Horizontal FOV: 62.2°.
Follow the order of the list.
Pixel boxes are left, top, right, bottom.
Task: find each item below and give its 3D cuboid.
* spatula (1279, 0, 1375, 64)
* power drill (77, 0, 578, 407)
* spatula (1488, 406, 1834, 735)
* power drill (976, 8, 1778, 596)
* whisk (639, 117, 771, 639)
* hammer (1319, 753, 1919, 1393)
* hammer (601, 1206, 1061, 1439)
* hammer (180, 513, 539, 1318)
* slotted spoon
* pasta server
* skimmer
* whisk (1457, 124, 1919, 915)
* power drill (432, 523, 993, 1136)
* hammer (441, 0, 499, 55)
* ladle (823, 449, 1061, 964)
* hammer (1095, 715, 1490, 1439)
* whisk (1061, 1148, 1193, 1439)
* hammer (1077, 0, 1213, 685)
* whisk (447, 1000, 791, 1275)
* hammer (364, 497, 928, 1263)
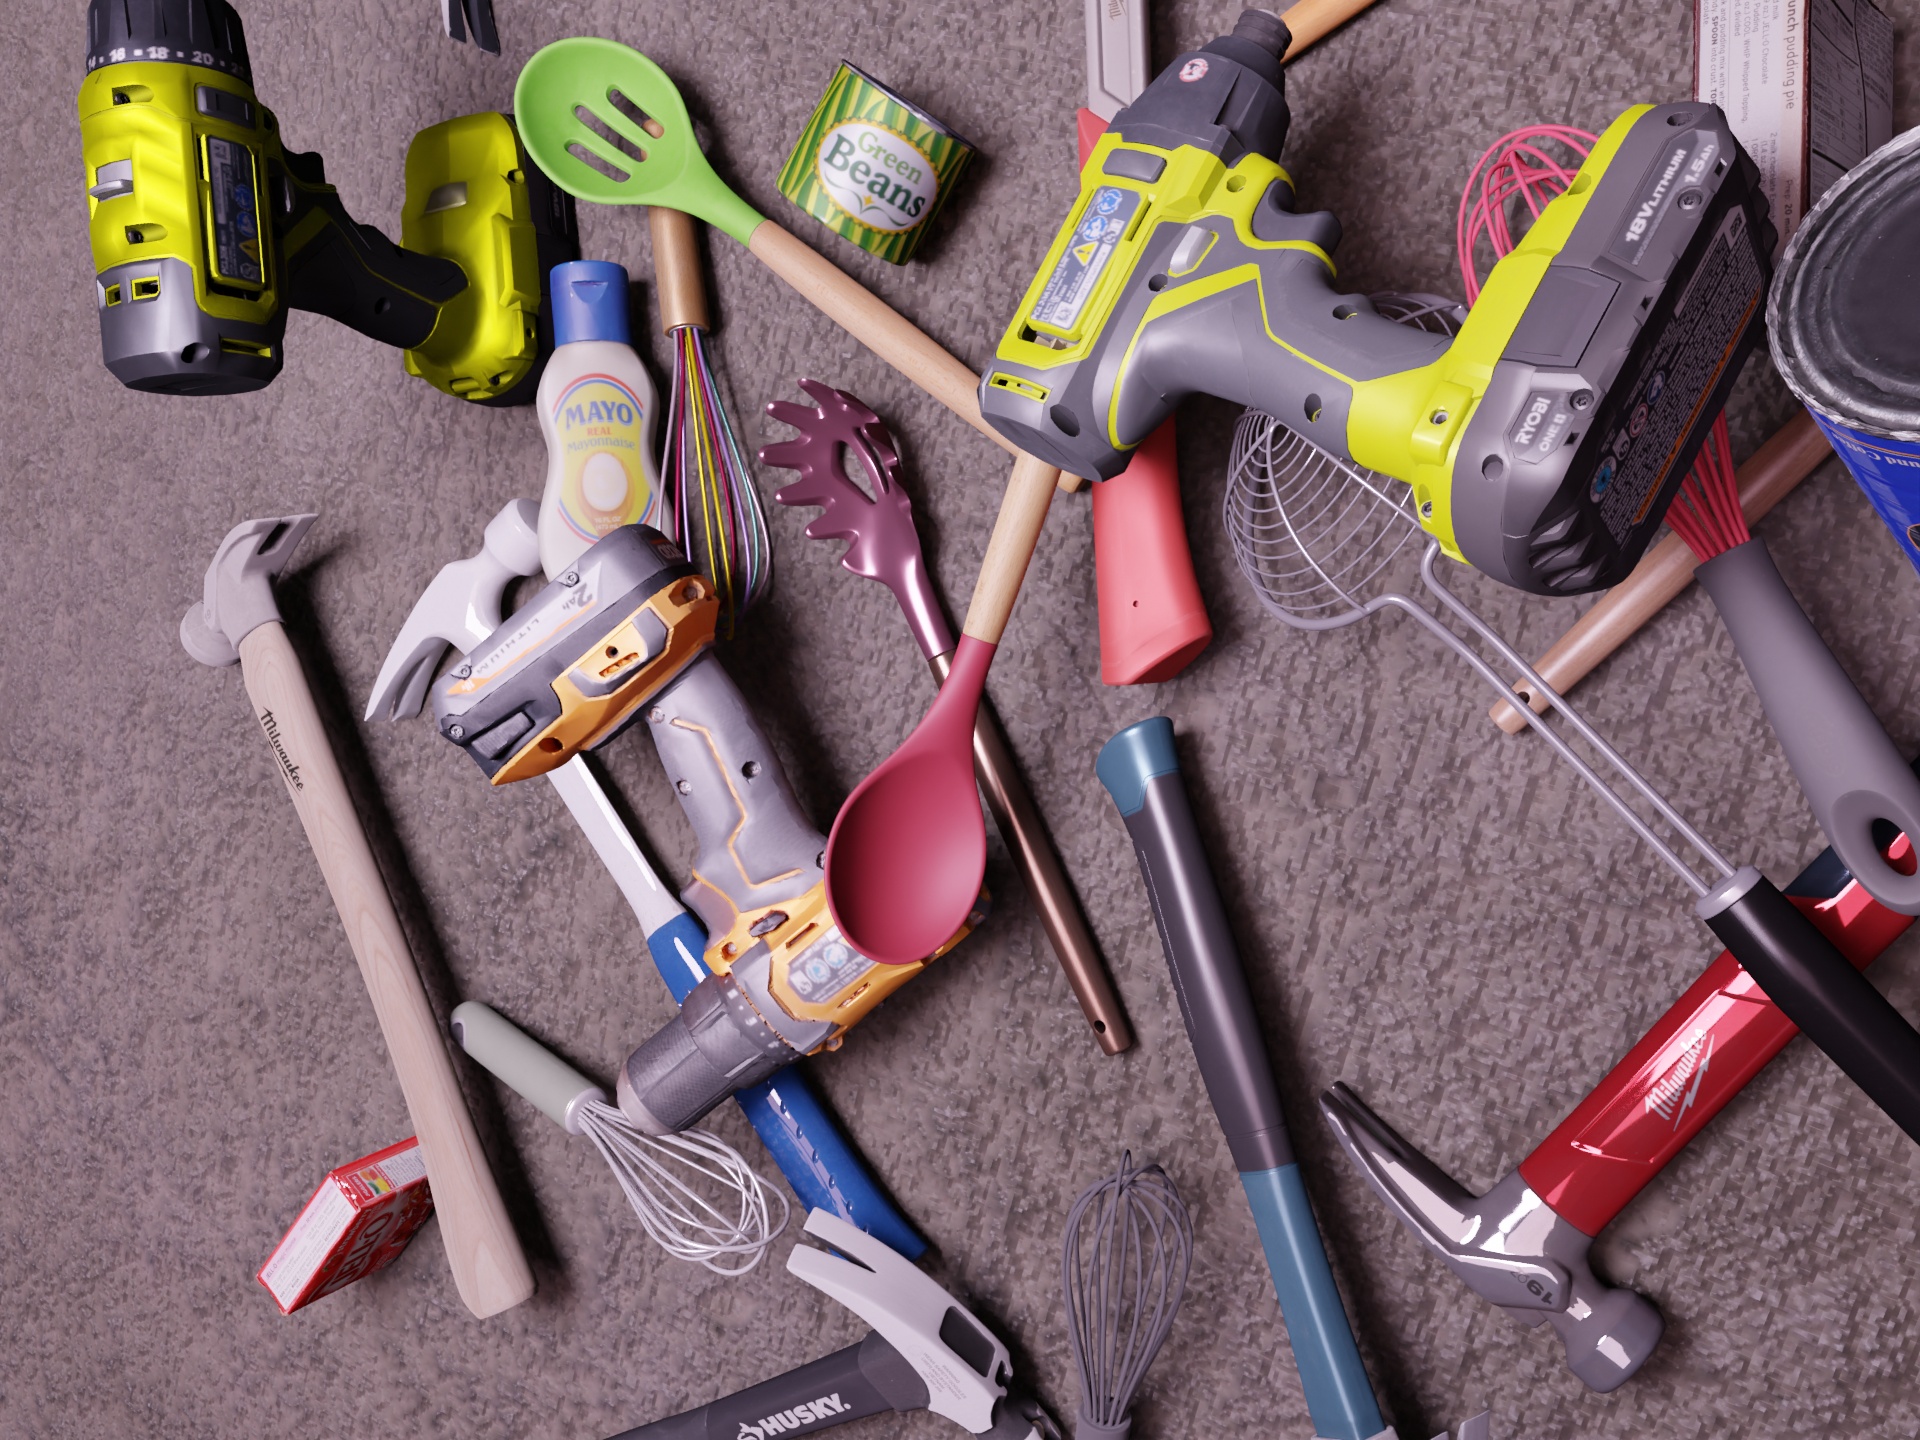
[{"bbox_3d":[0.222,-0.321,0.553,0.322,0.041,0.081,-30,78,25],"label":"spatula"},{"bbox_3d":[-0.271,-0.231,0.691,0.080,0.228,0.190,-3,92,26],"label":"power drill"},{"bbox_3d":[0.300,-0.110,0.542,0.316,0.018,0.060,-48,61,20],"label":"spatula"},{"bbox_3d":[0.125,-0.141,0.508,0.223,0.080,0.171,28,90,39],"label":"power drill"},{"bbox_3d":[-0.125,-0.157,0.734,0.051,0.047,0.245,-9,85,14],"label":"whisk"},{"bbox_3d":[0.292,0.053,0.547,0.143,0.038,0.386,42,110,19],"label":"hammer"},{"bbox_3d":[-0.124,0.334,0.750,0.335,0.035,0.146,-31,104,28],"label":"hammer"},{"bbox_3d":[-0.296,0.098,0.804,0.146,0.038,0.411,-32,79,47],"label":"hammer"},{"bbox_3d":[-0.070,-0.195,0.694,0.314,0.031,0.070,39,90,10],"label":"slotted spoon"},{"bbox_3d":[-0.001,-0.002,0.684,0.060,0.040,0.316,-29,82,37],"label":"pasta server"},{"bbox_3d":[0.225,0.002,0.547,0.363,0.090,0.127,49,128,13],"label":"skimmer"},{"bbox_3d":[0.246,-0.072,0.530,0.073,0.073,0.296,-29,77,24],"label":"whisk"},{"bbox_3d":[-0.123,0.053,0.682,0.185,0.084,0.226,-40,94,6],"label":"power drill"},{"bbox_3d":[-0.087,-0.359,0.676,0.409,0.036,0.149,17,103,31],"label":"hammer"},{"bbox_3d":[0.015,-0.056,0.616,0.031,0.069,0.315,33,105,63],"label":"ladle"},{"bbox_3d":[0.115,0.160,0.622,0.128,0.033,0.331,-34,69,60],"label":"hammer"},{"bbox_3d":[0.060,0.290,0.666,0.055,0.055,0.239,12,107,24],"label":"whisk"},{"bbox_3d":[0.057,-0.194,0.633,0.149,0.036,0.359,-1,93,34],"label":"hammer"},{"bbox_3d":[-0.171,0.188,0.753,0.246,0.059,0.057,21,113,39],"label":"whisk"},{"bbox_3d":[-0.150,0.093,0.763,0.144,0.035,0.406,-41,76,22],"label":"hammer"}]
